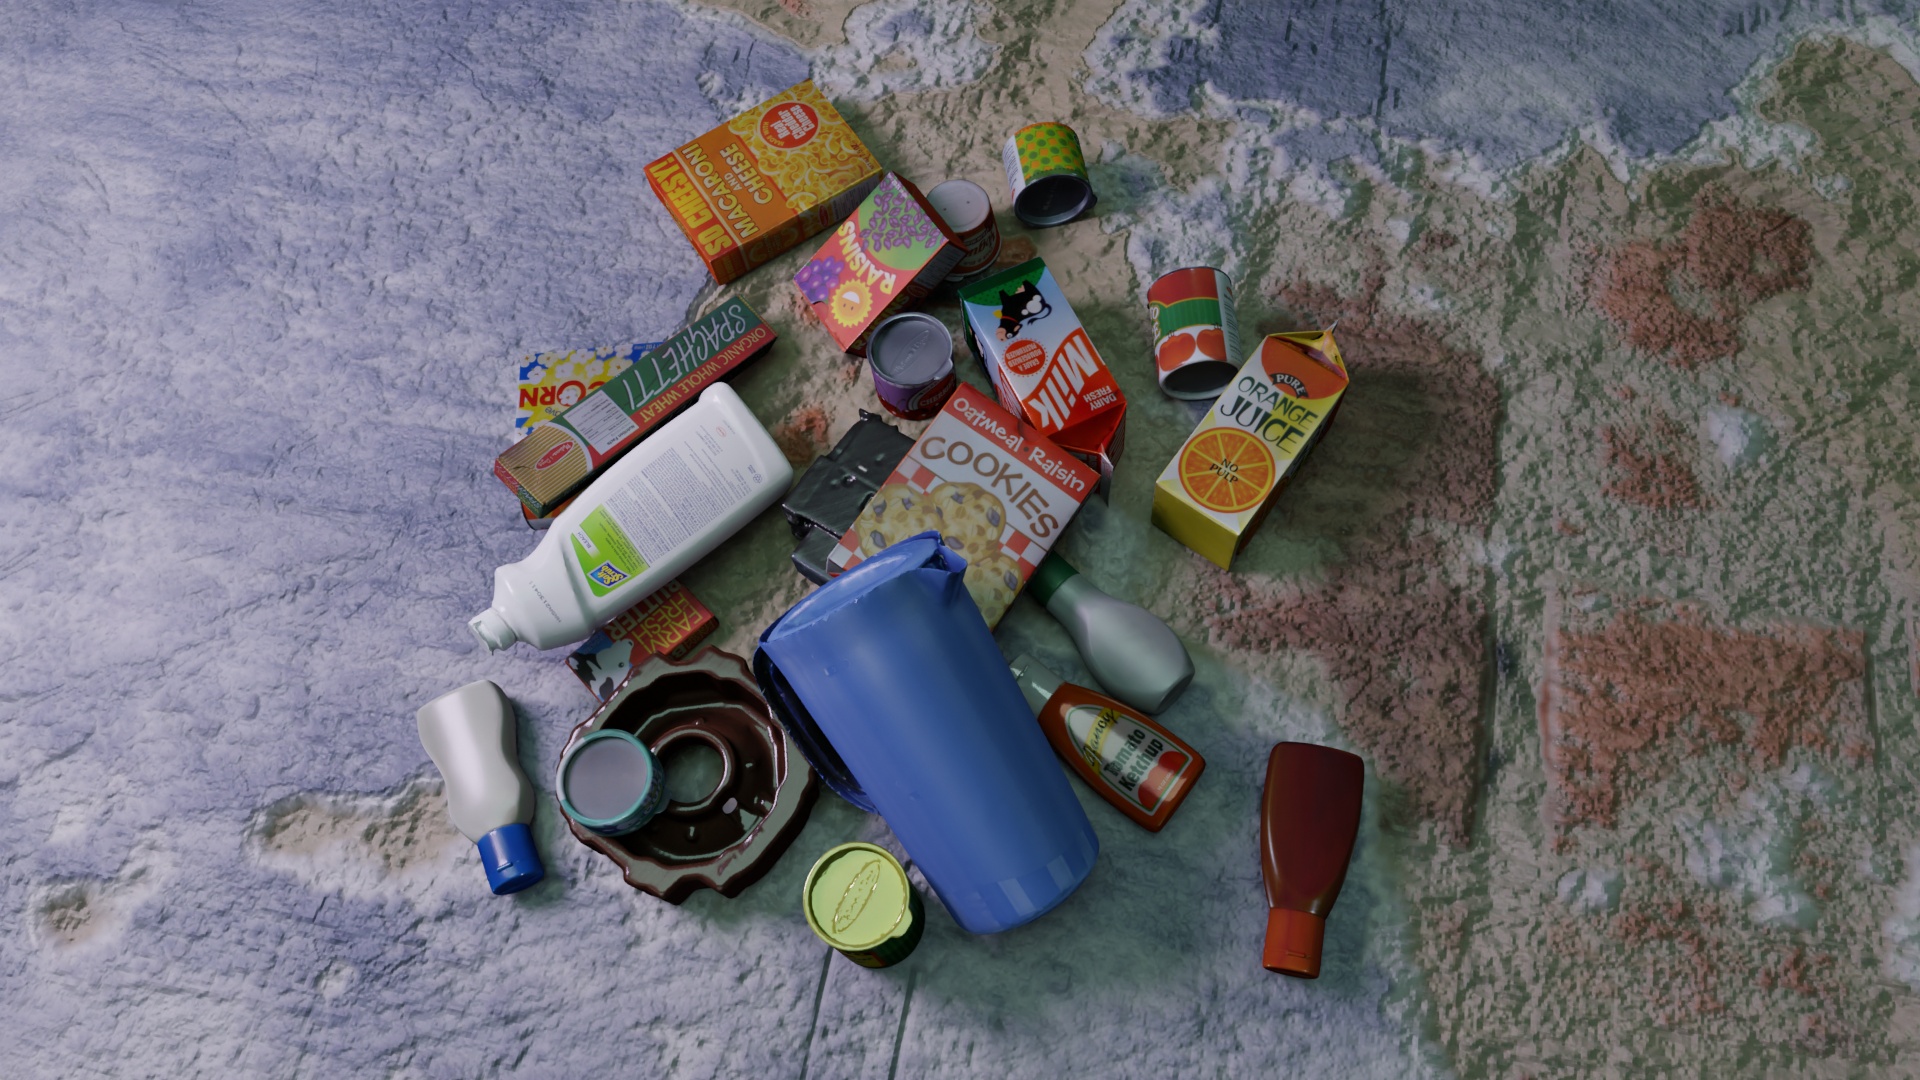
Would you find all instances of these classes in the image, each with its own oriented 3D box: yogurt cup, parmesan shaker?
[{"bbox_3d":[-0.001,-0.259,1.144,0.072,0.053,0.072,-2,65,3],"label":"yogurt cup"},{"bbox_3d":[-0.058,0.240,0.897,0.071,0.102,0.071,-2,66,4],"label":"parmesan shaker"}]

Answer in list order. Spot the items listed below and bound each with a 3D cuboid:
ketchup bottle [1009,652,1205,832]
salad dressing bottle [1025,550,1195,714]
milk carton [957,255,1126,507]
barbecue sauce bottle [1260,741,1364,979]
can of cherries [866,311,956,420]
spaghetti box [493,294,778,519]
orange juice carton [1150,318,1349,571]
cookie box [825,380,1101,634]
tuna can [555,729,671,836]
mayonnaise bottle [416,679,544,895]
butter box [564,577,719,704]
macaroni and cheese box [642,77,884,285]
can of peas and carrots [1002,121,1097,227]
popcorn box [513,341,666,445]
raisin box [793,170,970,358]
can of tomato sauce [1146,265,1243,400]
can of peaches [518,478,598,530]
[{"bbox_3d":[0.093,0.135,0.966,0.149,0.043,0.065,35,78,18],"label":"ketchup bottle"},{"bbox_3d":[0.100,0.060,0.999,0.064,0.043,0.148,-42,68,-13],"label":"salad dressing bottle"},{"bbox_3d":[0.071,-0.116,1.064,0.073,0.072,0.191,-24,67,-7],"label":"milk carton"},{"bbox_3d":[0.228,0.211,0.921,0.065,0.043,0.149,10,68,9],"label":"barbecue sauce bottle"},{"bbox_3d":[-0.035,-0.134,1.088,0.071,0.058,0.072,-1,65,3],"label":"can of cherries"},{"bbox_3d":[-0.240,-0.107,1.055,0.050,0.028,0.251,46,55,1],"label":"spaghetti box"},{"bbox_3d":[0.225,-0.080,1.037,0.073,0.071,0.193,34,73,17],"label":"orange juice carton"},{"bbox_3d":[0.004,-0.012,0.983,0.123,0.040,0.168,35,72,5],"label":"cookie box"},{"bbox_3d":[-0.230,0.161,0.922,0.071,0.032,0.071,-1,66,2],"label":"tuna can"},{"bbox_3d":[-0.334,0.175,0.982,0.065,0.041,0.148,-25,68,-5],"label":"mayonnaise bottle"},{"bbox_3d":[-0.235,0.075,1.027,0.104,0.024,0.053,-41,68,-14],"label":"butter box"},{"bbox_3d":[-0.166,-0.306,1.185,0.167,0.040,0.124,-32,67,-10],"label":"macaroni and cheese box"},{"bbox_3d":[0.074,-0.304,1.152,0.071,0.070,0.059,-10,65,0],"label":"can of peas and carrots"},{"bbox_3d":[-0.286,-0.109,1.106,0.127,0.038,0.085,-5,66,2],"label":"popcorn box"},{"bbox_3d":[-0.065,-0.219,1.109,0.123,0.040,0.086,-44,67,19],"label":"raisin box"},{"bbox_3d":[0.181,-0.160,1.080,0.071,0.071,0.083,-5,66,2],"label":"can of tomato sauce"},{"bbox_3d":[-0.300,-0.045,1.062,0.058,0.071,0.071,-5,66,1],"label":"can of peaches"}]
